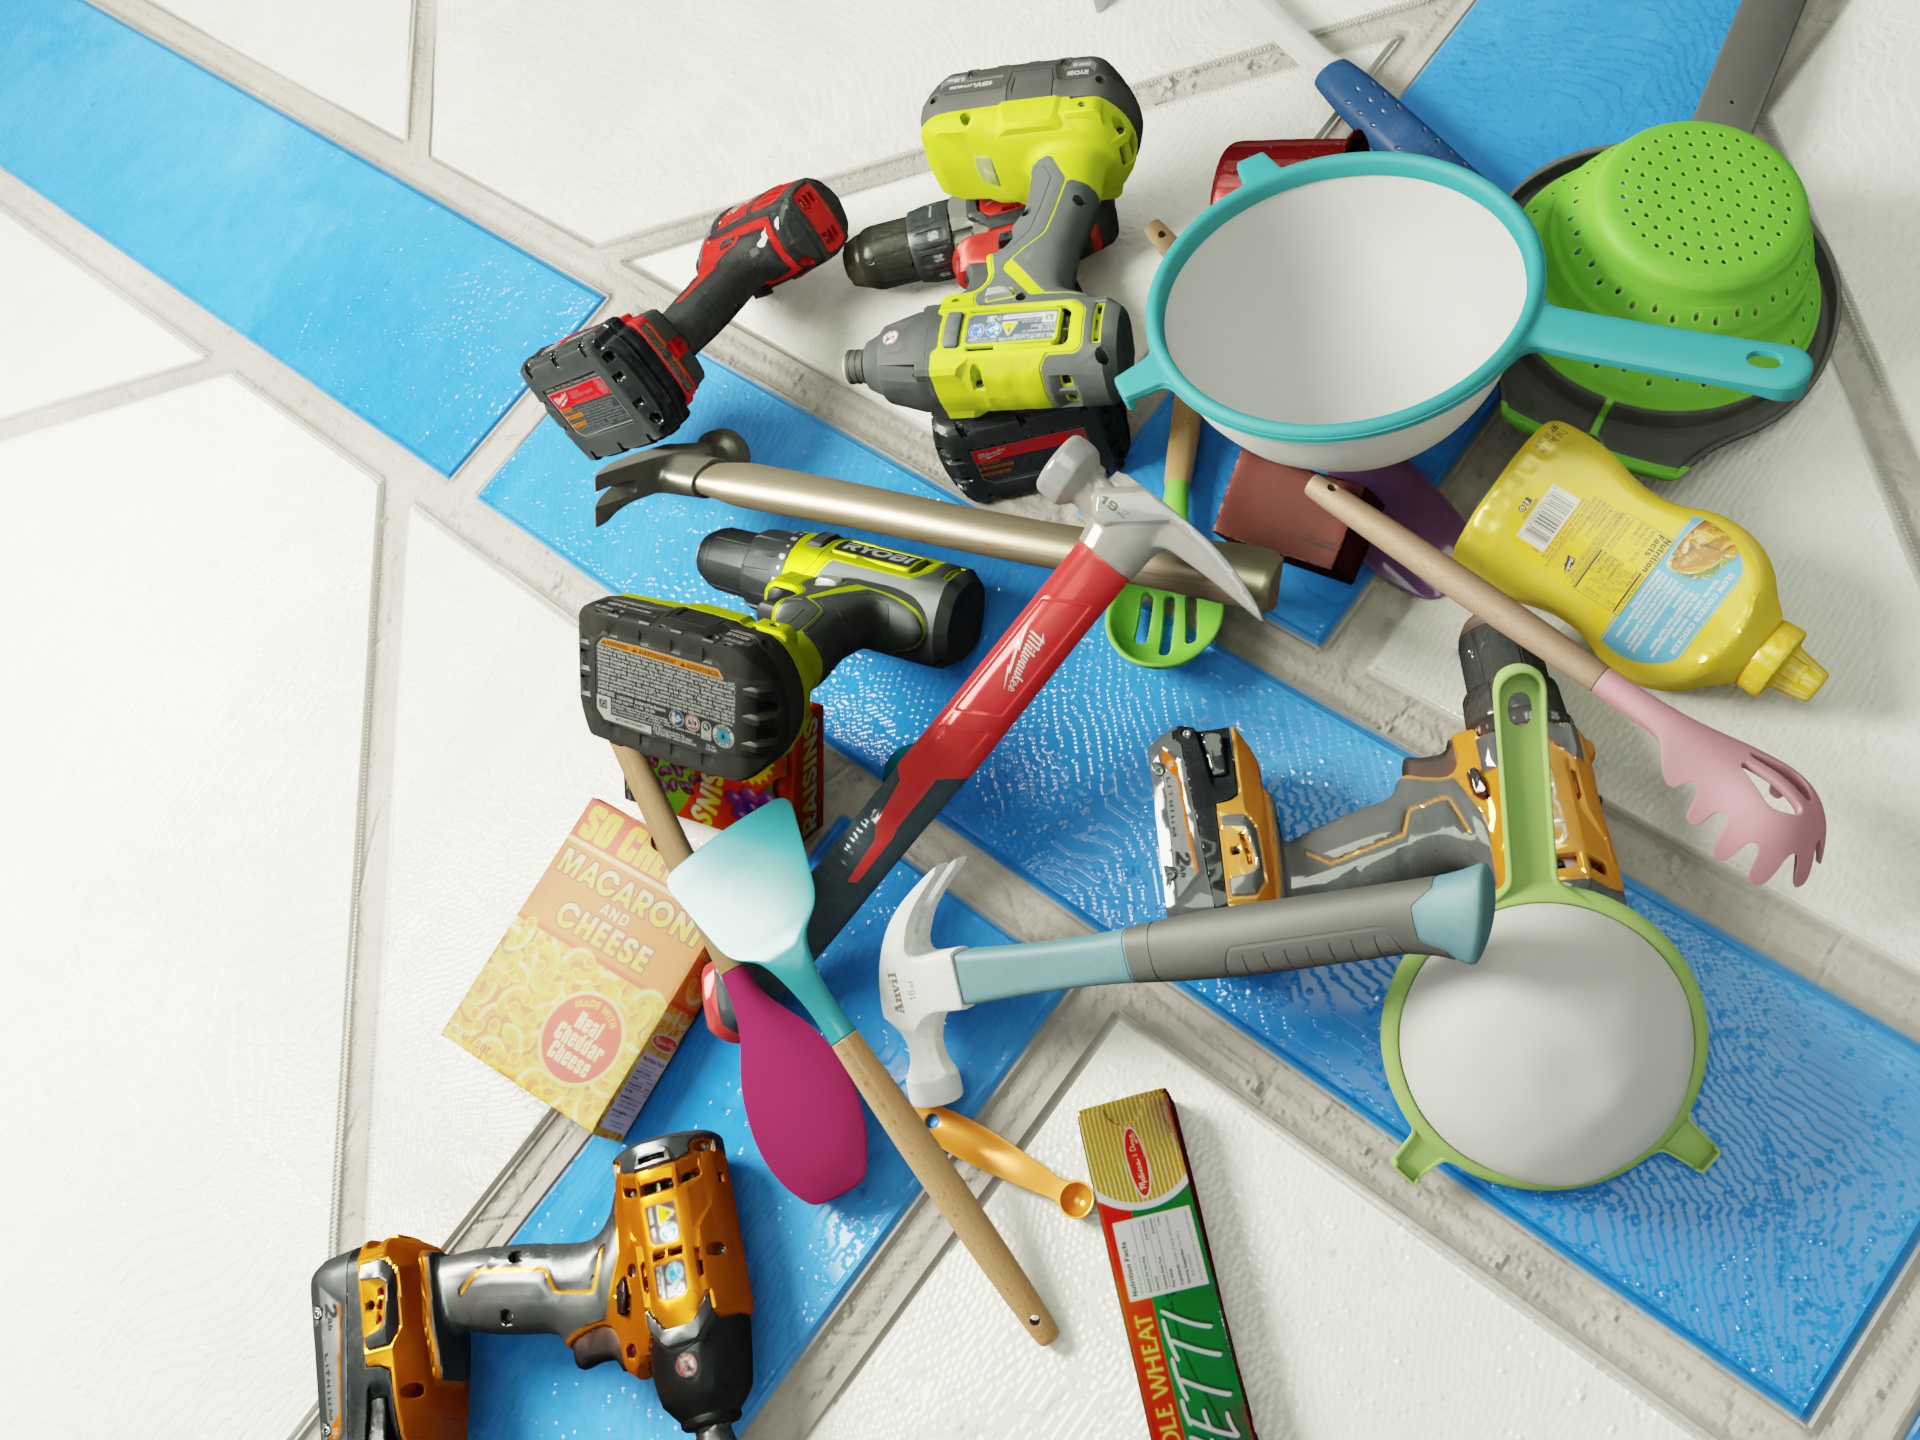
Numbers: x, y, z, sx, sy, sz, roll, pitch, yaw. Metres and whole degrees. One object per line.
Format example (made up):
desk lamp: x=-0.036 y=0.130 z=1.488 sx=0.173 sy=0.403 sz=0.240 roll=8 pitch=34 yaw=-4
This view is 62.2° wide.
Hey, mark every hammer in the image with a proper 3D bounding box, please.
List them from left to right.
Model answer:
hammer: x=-0.017 y=-0.114 z=0.939 sx=0.411 sy=0.146 sz=0.038 roll=13 pitch=115 yaw=22
hammer: x=-0.004 y=0.038 z=0.878 sx=0.143 sy=0.038 sz=0.386 roll=40 pitch=99 yaw=7
hammer: x=0.098 y=0.115 z=0.783 sx=0.331 sy=0.033 sz=0.128 roll=-13 pitch=90 yaw=32
hammer: x=0.237 y=-0.436 z=1.066 sx=0.144 sy=0.035 sz=0.406 roll=-33 pitch=62 yaw=0

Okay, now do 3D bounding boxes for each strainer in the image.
strainer: x=0.270 y=-0.194 z=0.863 sx=0.340 sy=0.095 sz=0.211 roll=18 pitch=66 yaw=26
strainer: x=0.270 y=0.103 z=0.732 sx=0.151 sy=0.069 sz=0.256 roll=-5 pitch=96 yaw=9

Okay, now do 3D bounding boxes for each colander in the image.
colander: x=0.433 y=-0.329 z=0.908 sx=0.204 sy=0.094 sz=0.397 roll=24 pitch=72 yaw=13

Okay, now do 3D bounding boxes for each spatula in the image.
spatula: x=-0.043 y=0.187 z=0.838 sx=0.082 sy=0.044 sz=0.317 roll=-35 pitch=81 yaw=-2
spatula: x=0.203 y=-0.198 z=0.969 sx=0.060 sy=0.018 sz=0.316 roll=-35 pitch=67 yaw=5

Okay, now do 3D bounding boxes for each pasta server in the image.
pasta server: x=0.302 y=-0.032 z=0.815 sx=0.060 sy=0.040 sz=0.316 roll=-35 pitch=62 yaw=-30

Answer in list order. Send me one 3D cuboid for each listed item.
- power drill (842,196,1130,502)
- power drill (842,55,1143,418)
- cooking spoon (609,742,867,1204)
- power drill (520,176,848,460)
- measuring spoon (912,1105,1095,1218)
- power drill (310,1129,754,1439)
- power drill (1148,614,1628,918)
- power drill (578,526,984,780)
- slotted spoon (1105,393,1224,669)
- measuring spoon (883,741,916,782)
power drill: x=0.016 y=-0.258 z=1.034 sx=0.188 sy=0.080 sz=0.227 roll=-10 pitch=61 yaw=13
power drill: x=0.025 y=-0.286 z=0.961 sx=0.171 sy=0.080 sz=0.223 roll=1 pitch=64 yaw=18
cooking spoon: x=-0.138 y=0.116 z=0.883 sx=0.069 sy=0.017 sz=0.319 roll=-32 pitch=75 yaw=16
power drill: x=-0.182 y=-0.275 z=1.066 sx=0.143 sy=0.078 sz=0.220 roll=-1 pitch=43 yaw=49
measuring spoon: x=0.021 y=0.234 z=0.850 sx=0.117 sy=0.011 sz=0.021 roll=21 pitch=75 yaw=28
power drill: x=-0.219 y=0.328 z=0.843 sx=0.226 sy=0.084 sz=0.164 roll=-19 pitch=63 yaw=4
power drill: x=0.217 y=0.034 z=0.840 sx=0.226 sy=0.084 sz=0.185 roll=-8 pitch=63 yaw=10
power drill: x=-0.116 y=-0.056 z=0.923 sx=0.191 sy=0.228 sz=0.080 roll=16 pitch=117 yaw=22
slotted spoon: x=0.139 y=-0.167 z=0.982 sx=0.070 sy=0.031 sz=0.314 roll=2 pitch=66 yaw=18
measuring spoon: x=-0.002 y=-0.003 z=0.953 sx=0.042 sy=0.021 sz=0.128 roll=35 pitch=82 yaw=27
